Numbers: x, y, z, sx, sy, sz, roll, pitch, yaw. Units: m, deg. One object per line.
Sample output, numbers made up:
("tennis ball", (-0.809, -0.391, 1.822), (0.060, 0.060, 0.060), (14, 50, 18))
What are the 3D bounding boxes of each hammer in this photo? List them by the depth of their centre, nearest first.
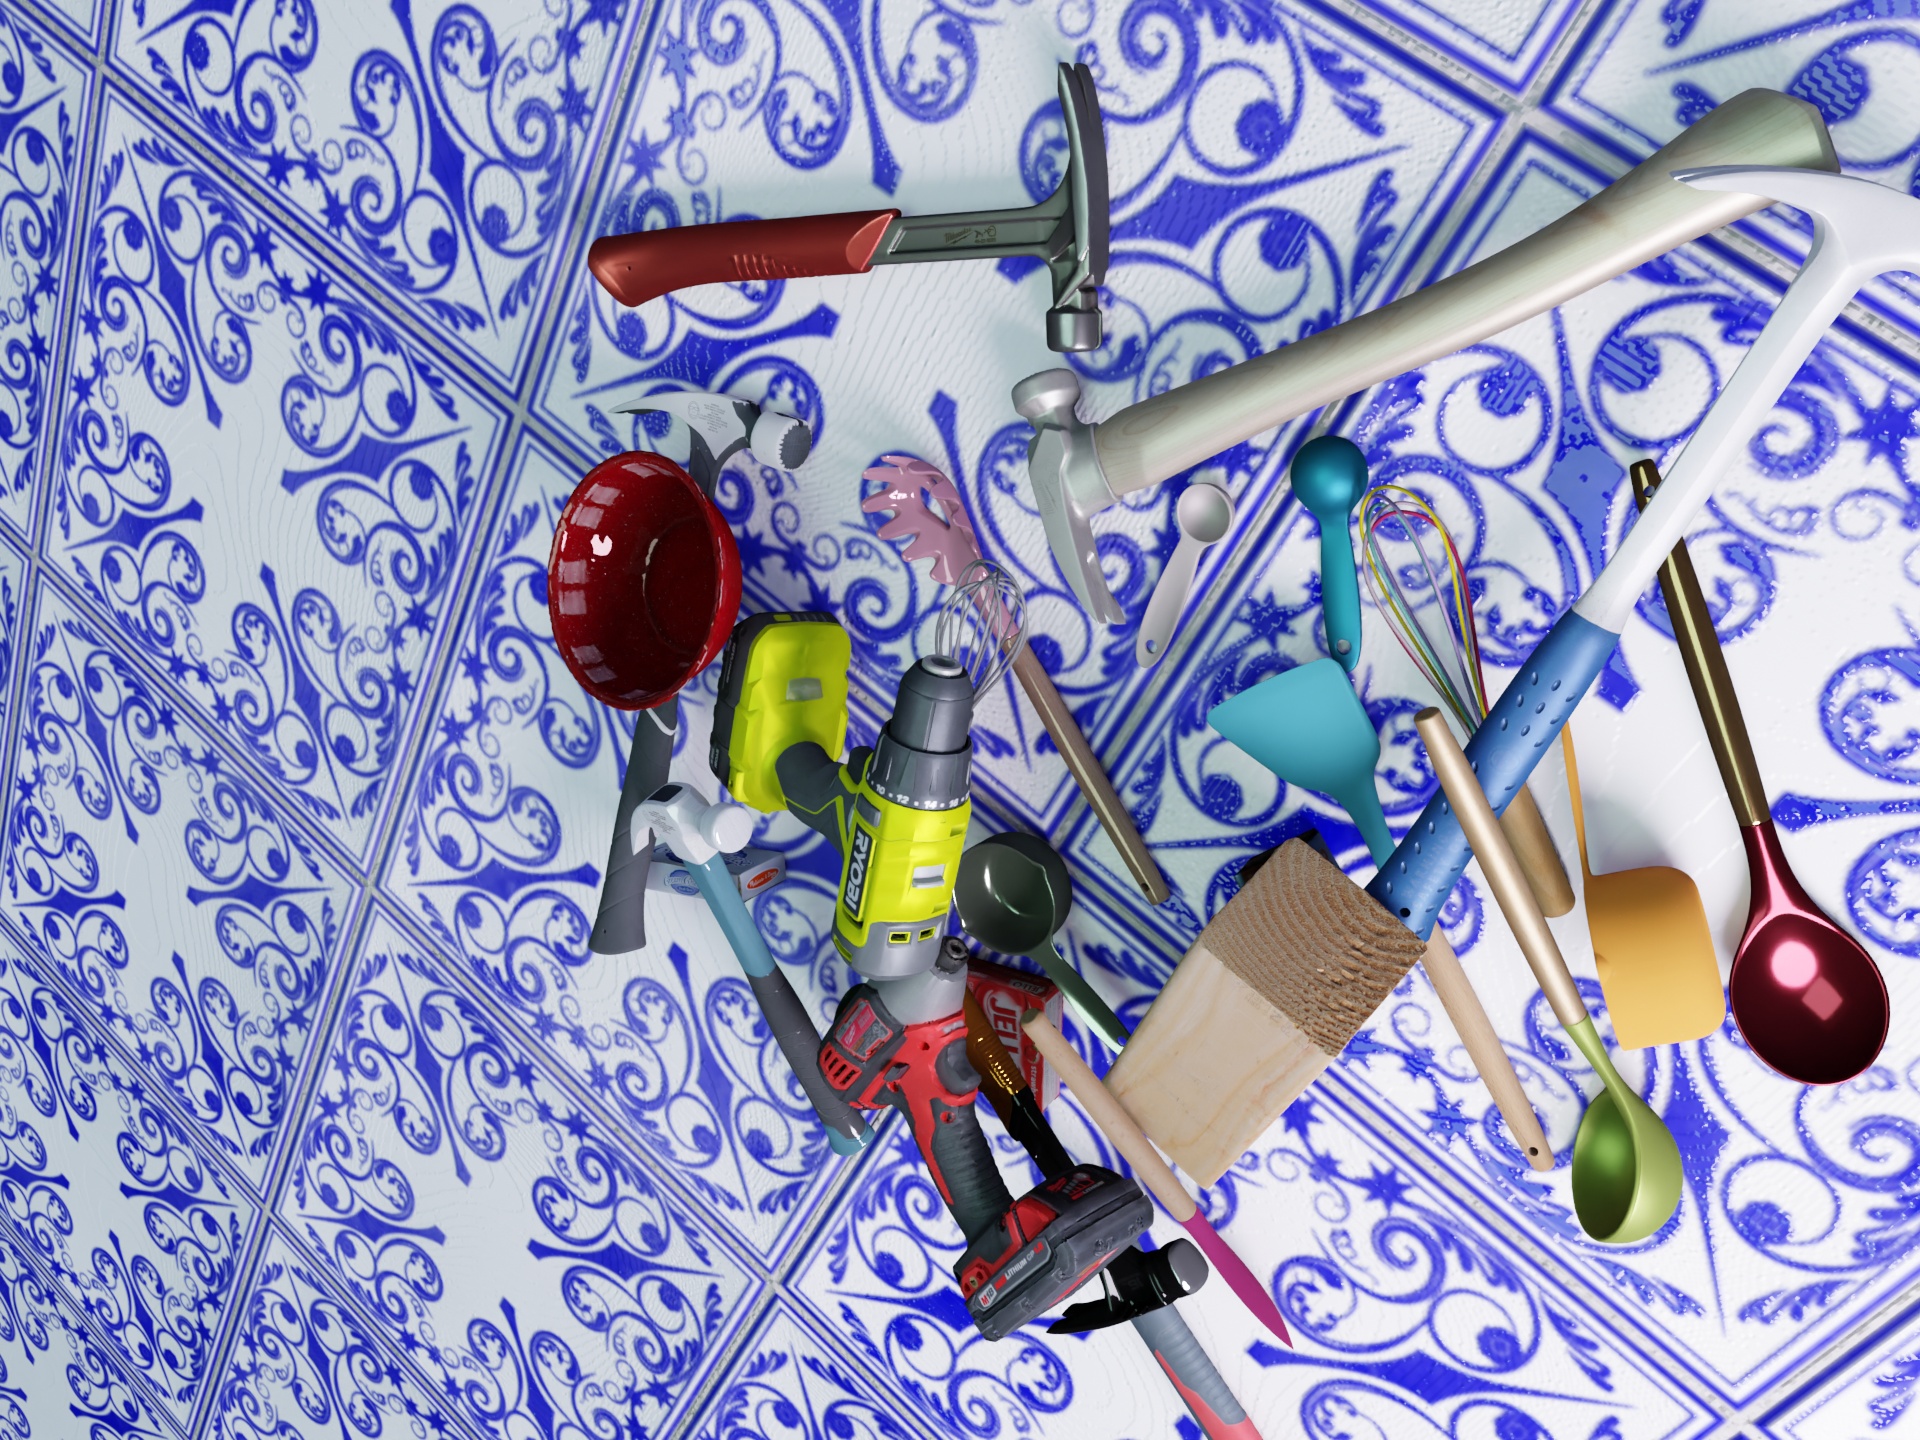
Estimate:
("hammer", (0.297, -0.059, 0.742), (0.144, 0.035, 0.405), (26, 118, 1))
("hammer", (0.210, -0.177, 0.784), (0.410, 0.038, 0.146), (-20, 82, 34))
("hammer", (-0.079, -0.292, 0.943), (0.359, 0.037, 0.149), (7, 110, 31))
("hammer", (0.021, 0.234, 1.025), (0.127, 0.034, 0.337), (-38, 81, 38))
("hammer", (0.169, 0.478, 1.057), (0.143, 0.038, 0.386), (-36, 86, 38))
("hammer", (-0.130, 0.177, 1.079), (0.128, 0.033, 0.330), (14, 135, 46))
("hammer", (-0.206, -0.024, 1.085), (0.149, 0.036, 0.408), (23, 108, 27))

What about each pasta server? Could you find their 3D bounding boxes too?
("pasta server", (0.039, -0.024, 0.962), (0.060, 0.040, 0.316), (-29, 91, 49))

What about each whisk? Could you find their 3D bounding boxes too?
("whisk", (0.264, -0.009, 0.820), (0.047, 0.051, 0.245), (-22, 97, 31))
("whisk", (0.000, -0.003, 0.965), (0.055, 0.055, 0.238), (35, 140, 18))

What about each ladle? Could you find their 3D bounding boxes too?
("ladle", (0.375, 0.025, 0.769), (0.069, 0.031, 0.315), (-18, 95, 21))
("ladle", (0.285, 0.132, 0.797), (0.062, 0.078, 0.320), (-26, 108, 13))

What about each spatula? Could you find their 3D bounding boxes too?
("spatula", (0.246, 0.113, 0.873), (0.082, 0.044, 0.317), (-27, 92, 33))

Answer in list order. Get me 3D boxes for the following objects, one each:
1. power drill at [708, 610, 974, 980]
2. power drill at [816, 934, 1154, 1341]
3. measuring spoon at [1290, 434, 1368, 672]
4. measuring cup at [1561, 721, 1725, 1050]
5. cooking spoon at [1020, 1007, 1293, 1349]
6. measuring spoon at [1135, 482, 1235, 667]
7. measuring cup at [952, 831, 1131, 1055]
("power drill", (-0.067, 0.019, 0.959), (0.229, 0.080, 0.190), (41, 126, 49))
("power drill", (0.008, 0.240, 0.956), (0.220, 0.078, 0.143), (53, 128, 23))
("measuring spoon", (0.197, -0.086, 0.845), (0.042, 0.021, 0.128), (0, 105, 33))
("measuring cup", (0.337, 0.074, 0.789), (0.052, 0.095, 0.174), (-12, 81, 25))
("cooking spoon", (0.121, 0.275, 0.939), (0.017, 0.069, 0.318), (-38, 117, -2))
("measuring spoon", (0.126, -0.081, 0.903), (0.034, 0.018, 0.124), (36, 130, 22))
("measuring cup", (0.064, 0.142, 1.006), (0.167, 0.038, 0.083), (51, 126, 5))
